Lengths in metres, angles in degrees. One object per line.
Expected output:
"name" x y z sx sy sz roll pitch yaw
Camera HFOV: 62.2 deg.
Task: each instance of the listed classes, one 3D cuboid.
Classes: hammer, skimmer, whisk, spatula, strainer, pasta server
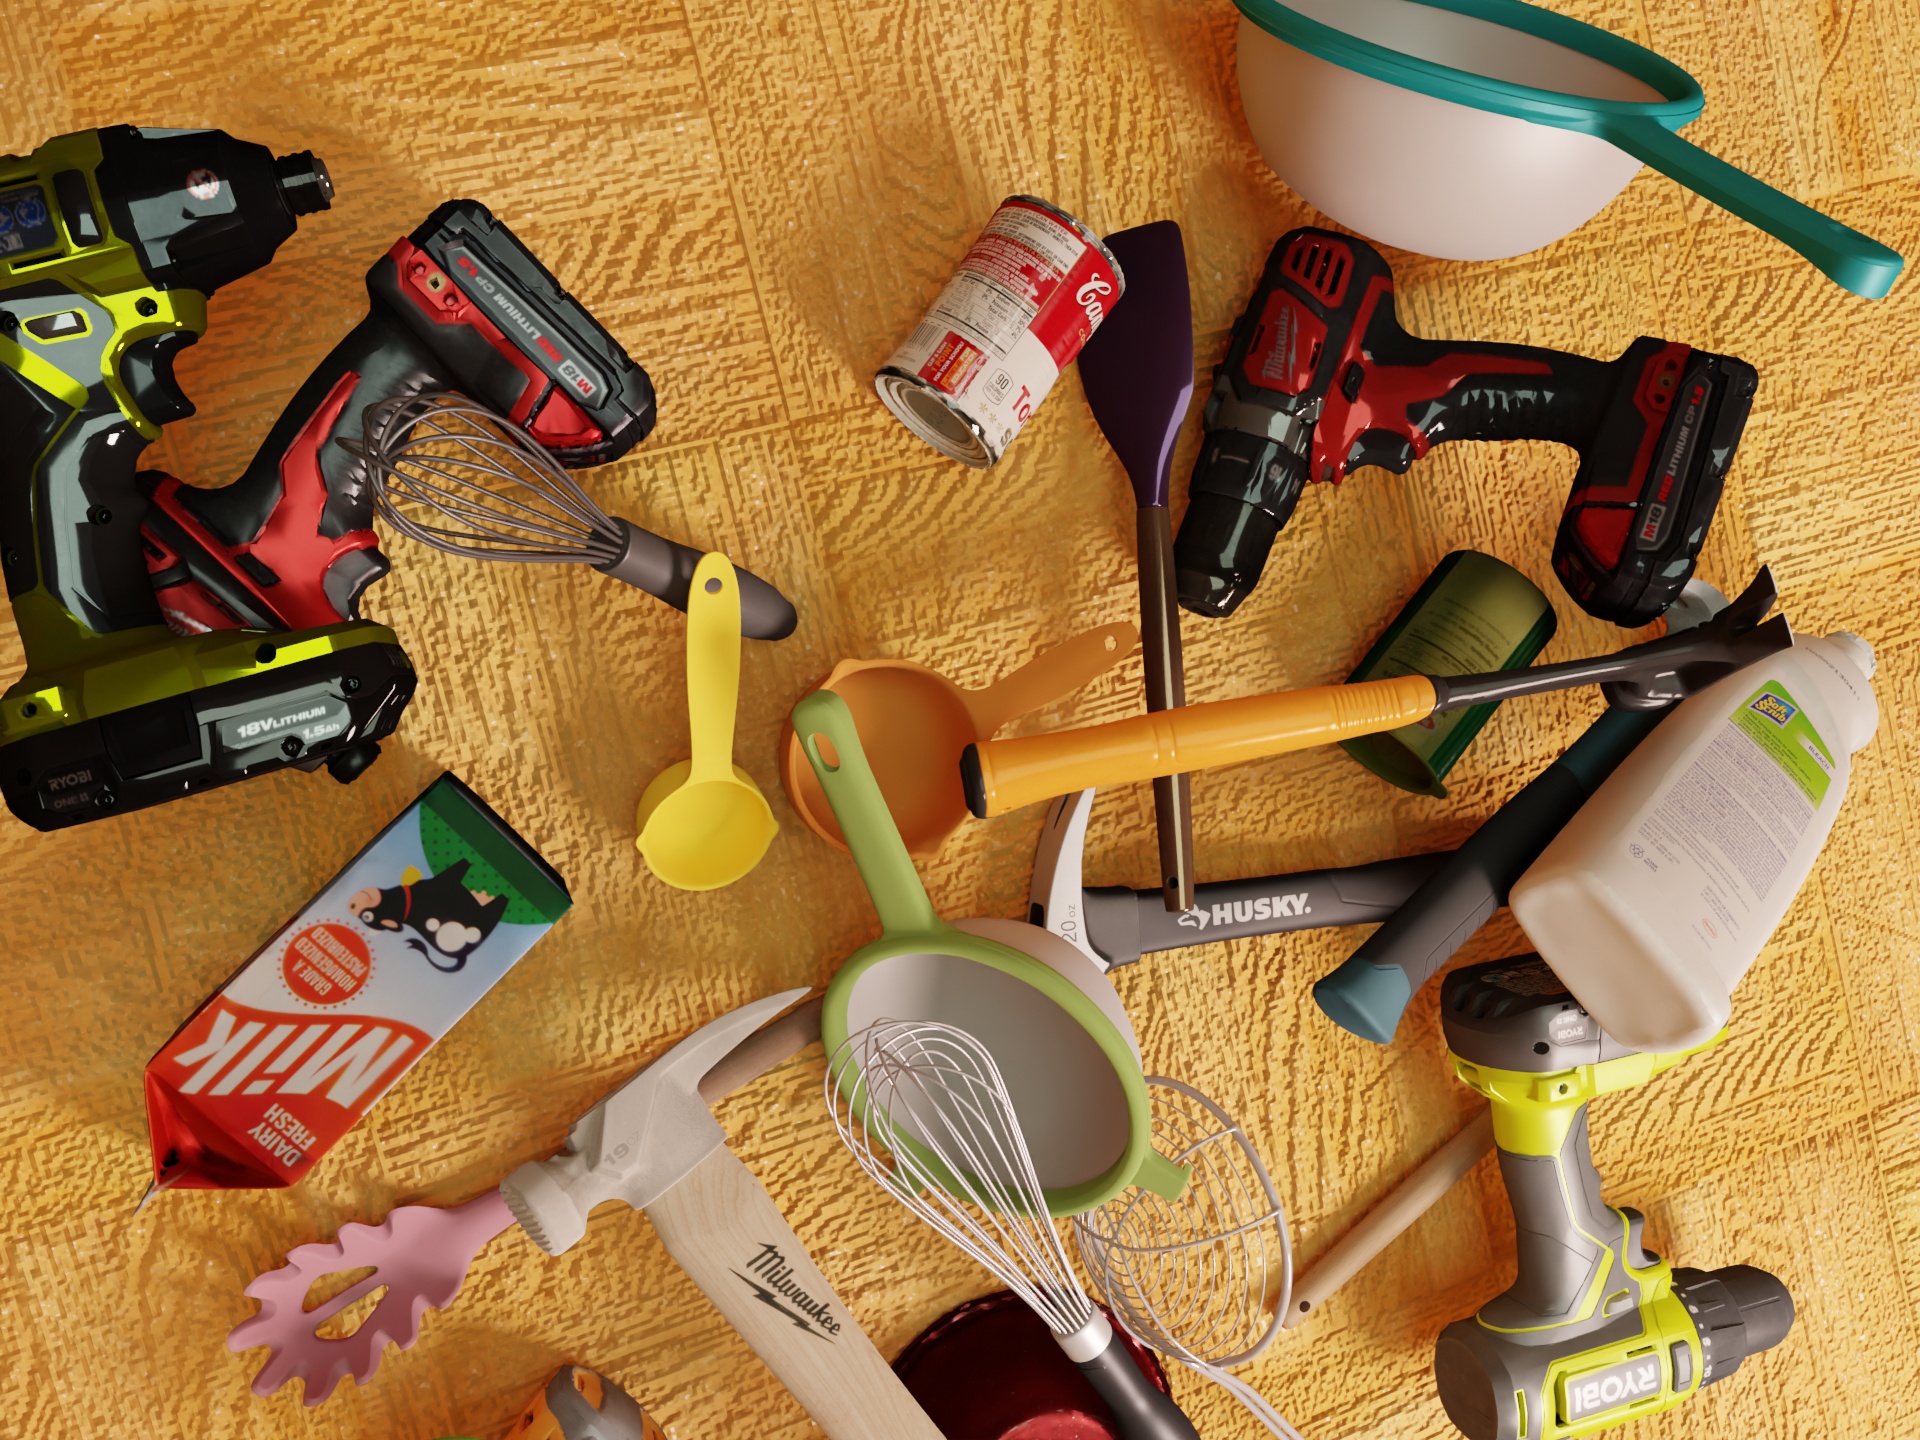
"hammer" 0.166 -0.005 0.669 0.337 0.127 0.034 -10 78 -4
"skimmer" 0.173 0.317 0.759 0.363 0.127 0.090 50 58 -23
"whisk" 0.034 0.233 0.666 0.070 0.070 0.284 -37 110 -12
"hammer" 0.282 0.041 0.758 0.331 0.033 0.128 -37 111 -27
"spatula" 0.087 -0.071 0.727 0.018 0.060 0.316 3 81 -58
"hammer" 0.192 0.080 0.780 0.334 0.035 0.146 -5 93 -16
"whisk" -0.137 -0.068 0.613 0.238 0.055 0.055 23 83 -58
"hammer" -0.007 0.306 0.648 0.146 0.038 0.410 -36 89 -31
"strainer" 0.239 -0.228 0.677 0.211 0.341 0.095 -8 132 -26
"pasta server" -0.152 0.183 0.681 0.316 0.040 0.060 -29 88 -15
"strainer" 0.000 0.091 0.674 0.069 0.151 0.256 -47 119 -51

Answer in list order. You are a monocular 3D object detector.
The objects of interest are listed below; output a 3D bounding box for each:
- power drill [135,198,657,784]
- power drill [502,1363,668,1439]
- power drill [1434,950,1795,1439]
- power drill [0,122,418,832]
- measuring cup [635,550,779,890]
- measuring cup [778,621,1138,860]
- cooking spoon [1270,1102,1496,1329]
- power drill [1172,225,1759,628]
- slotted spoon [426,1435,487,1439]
"power drill" -0.232 -0.086 0.635 0.219 0.078 0.143 -45 101 -7
"power drill" -0.141 0.412 0.669 0.226 0.084 0.185 41 80 -8
"power drill" 0.323 0.231 0.782 0.190 0.080 0.228 -8 96 -18
"power drill" -0.280 -0.087 0.552 0.171 0.080 0.223 -17 94 -9
"measuring cup" -0.107 -0.001 0.664 0.062 0.029 0.156 -5 118 -21
"measuring cup" -0.001 -0.002 0.714 0.173 0.052 0.095 -28 98 -16
"cooking spoon" 0.279 0.201 0.816 0.319 0.017 0.068 -37 101 -13
"power drill" 0.217 -0.111 0.726 0.227 0.080 0.188 20 85 15
"slotted spoon" -0.086 0.319 0.643 0.313 0.031 0.070 5 70 -21
